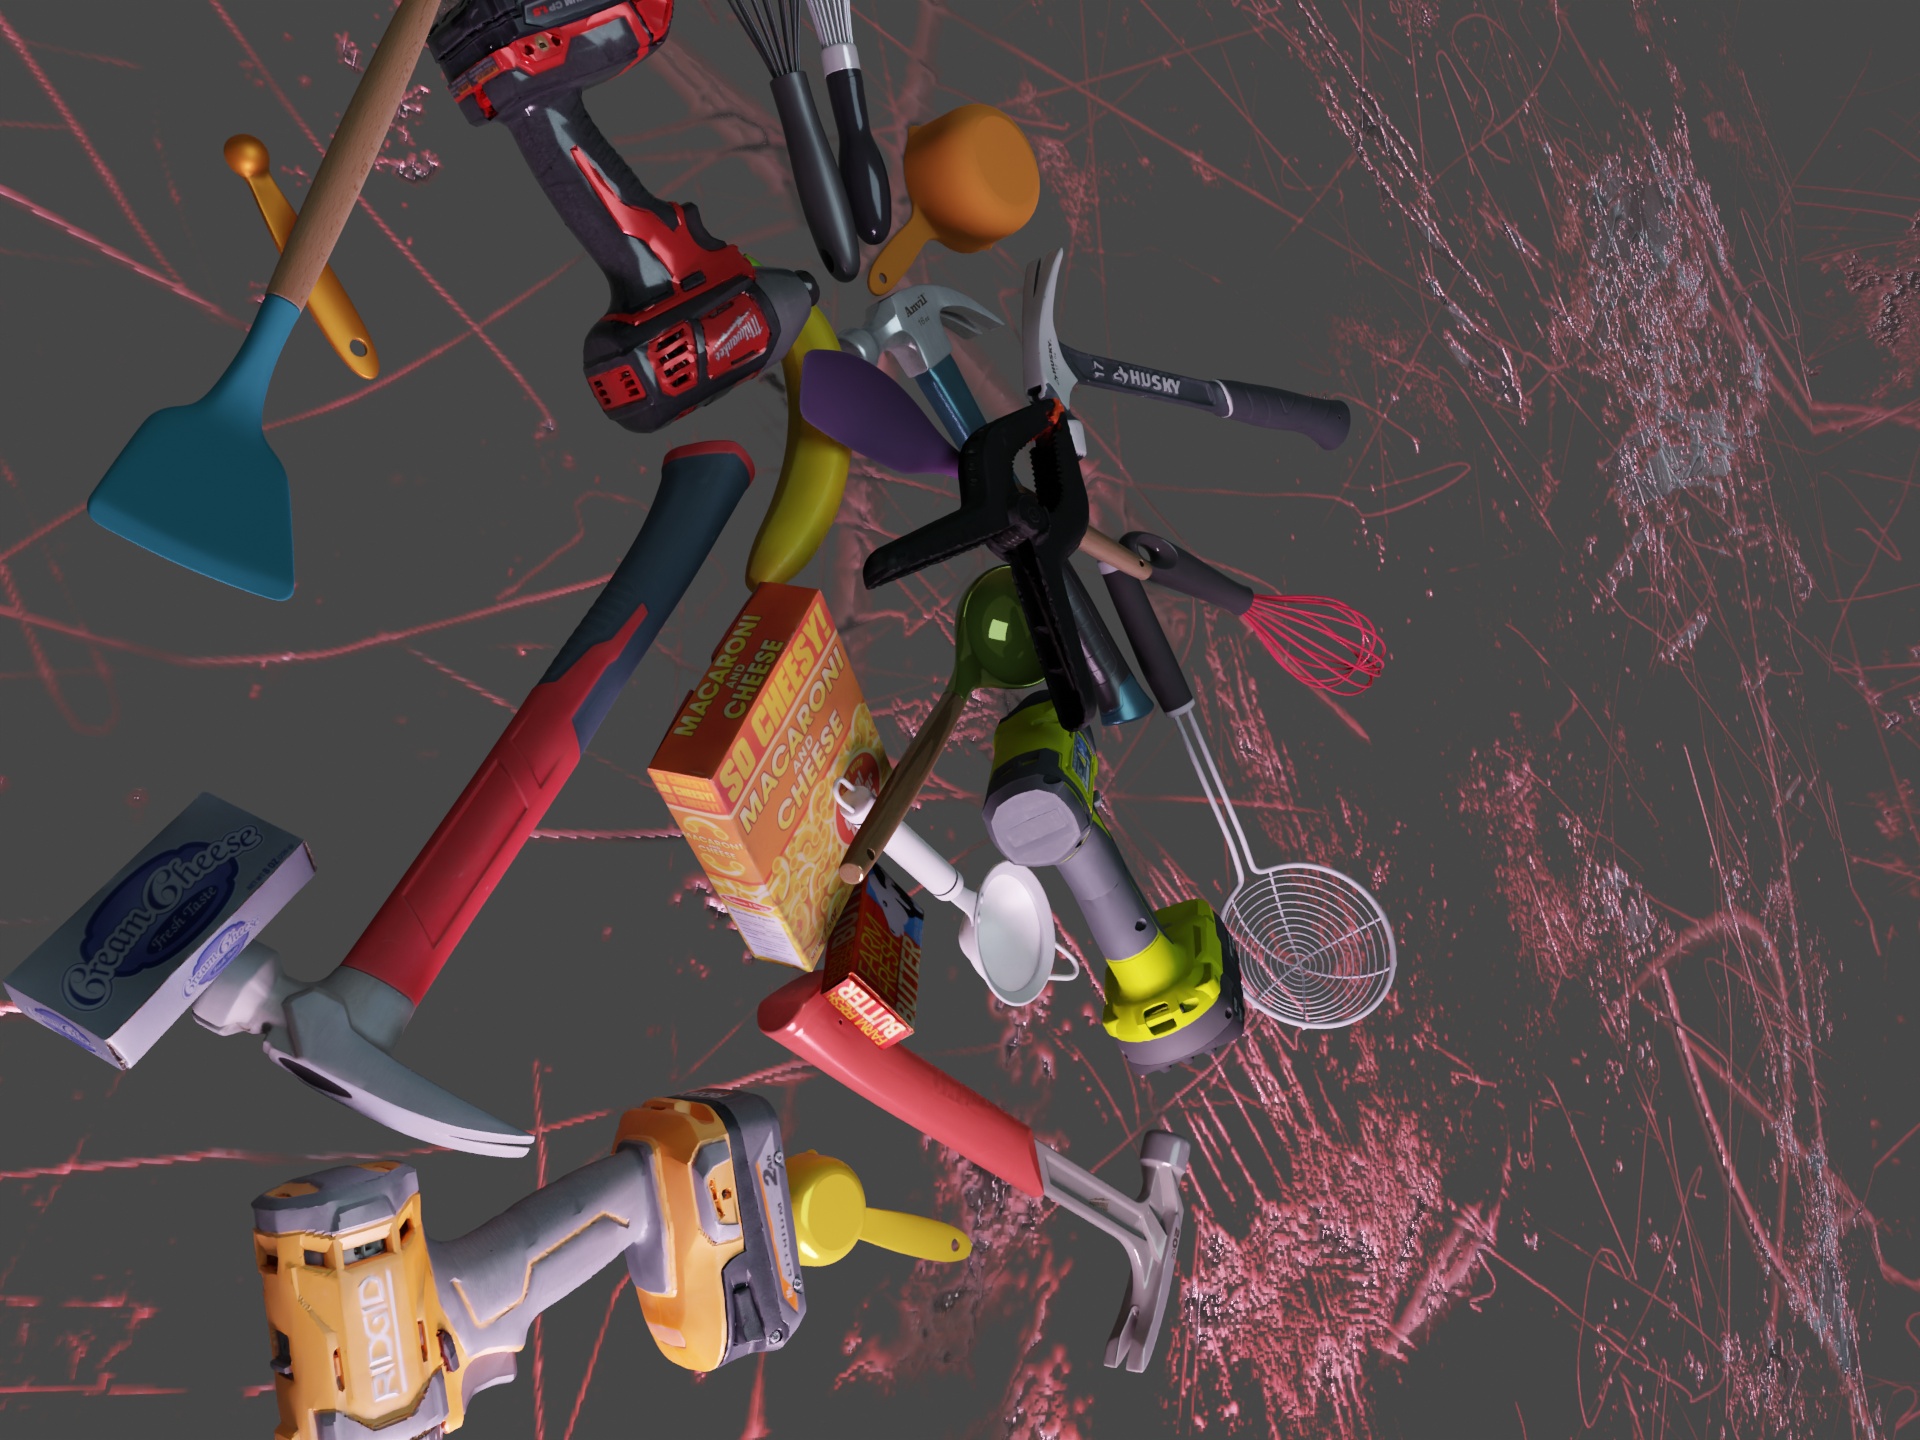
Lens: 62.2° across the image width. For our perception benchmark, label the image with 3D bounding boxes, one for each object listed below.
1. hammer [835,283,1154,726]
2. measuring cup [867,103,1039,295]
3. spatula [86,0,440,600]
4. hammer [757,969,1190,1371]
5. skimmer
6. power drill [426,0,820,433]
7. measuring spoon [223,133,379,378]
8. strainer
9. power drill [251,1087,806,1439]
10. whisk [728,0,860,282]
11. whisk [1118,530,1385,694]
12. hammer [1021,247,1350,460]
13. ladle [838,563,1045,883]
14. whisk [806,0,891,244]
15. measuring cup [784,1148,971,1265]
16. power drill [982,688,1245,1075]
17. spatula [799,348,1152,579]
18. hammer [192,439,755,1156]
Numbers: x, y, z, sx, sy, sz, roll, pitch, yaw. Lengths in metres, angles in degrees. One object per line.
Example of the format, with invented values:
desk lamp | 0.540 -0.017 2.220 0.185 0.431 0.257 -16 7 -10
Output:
hammer | 0.037 -0.130 1.032 0.128 0.033 0.330 -49 117 -39
measuring cup | -0.005 -0.327 1.012 0.095 0.052 0.174 51 47 -26
spatula | -0.280 -0.205 0.693 0.082 0.044 0.318 28 69 -35
hammer | 0.016 0.252 0.926 0.358 0.037 0.149 40 55 -35
skimmer | 0.192 0.046 1.115 0.127 0.090 0.363 -29 103 -17
power drill | -0.161 -0.272 0.815 0.143 0.078 0.219 -38 113 -34
measuring spoon | -0.293 -0.208 0.715 0.021 0.011 0.117 -41 111 -43
strainer | -0.006 0.094 0.900 0.258 0.050 0.087 47 45 -48
power drill | -0.179 0.266 0.688 0.226 0.084 0.185 -6 86 -42
whisk | -0.099 -0.376 0.932 0.055 0.055 0.239 -28 105 -46
whisk | 0.226 -0.084 1.207 0.295 0.073 0.073 20 67 -36
hammer | 0.184 -0.252 1.212 0.408 0.036 0.149 -3 83 -47
ladle | -0.001 -0.003 0.880 0.078 0.062 0.320 57 27 -15
whisk | -0.079 -0.431 0.960 0.070 0.070 0.284 -17 99 -47
measuring cup | -0.041 0.275 0.865 0.156 0.029 0.062 28 63 -38
power drill | 0.092 0.092 0.991 0.223 0.080 0.171 59 18 -18
spatula | 0.020 -0.146 0.975 0.315 0.018 0.060 23 63 -43
hammer | -0.175 0.009 0.744 0.143 0.038 0.387 30 53 -6
